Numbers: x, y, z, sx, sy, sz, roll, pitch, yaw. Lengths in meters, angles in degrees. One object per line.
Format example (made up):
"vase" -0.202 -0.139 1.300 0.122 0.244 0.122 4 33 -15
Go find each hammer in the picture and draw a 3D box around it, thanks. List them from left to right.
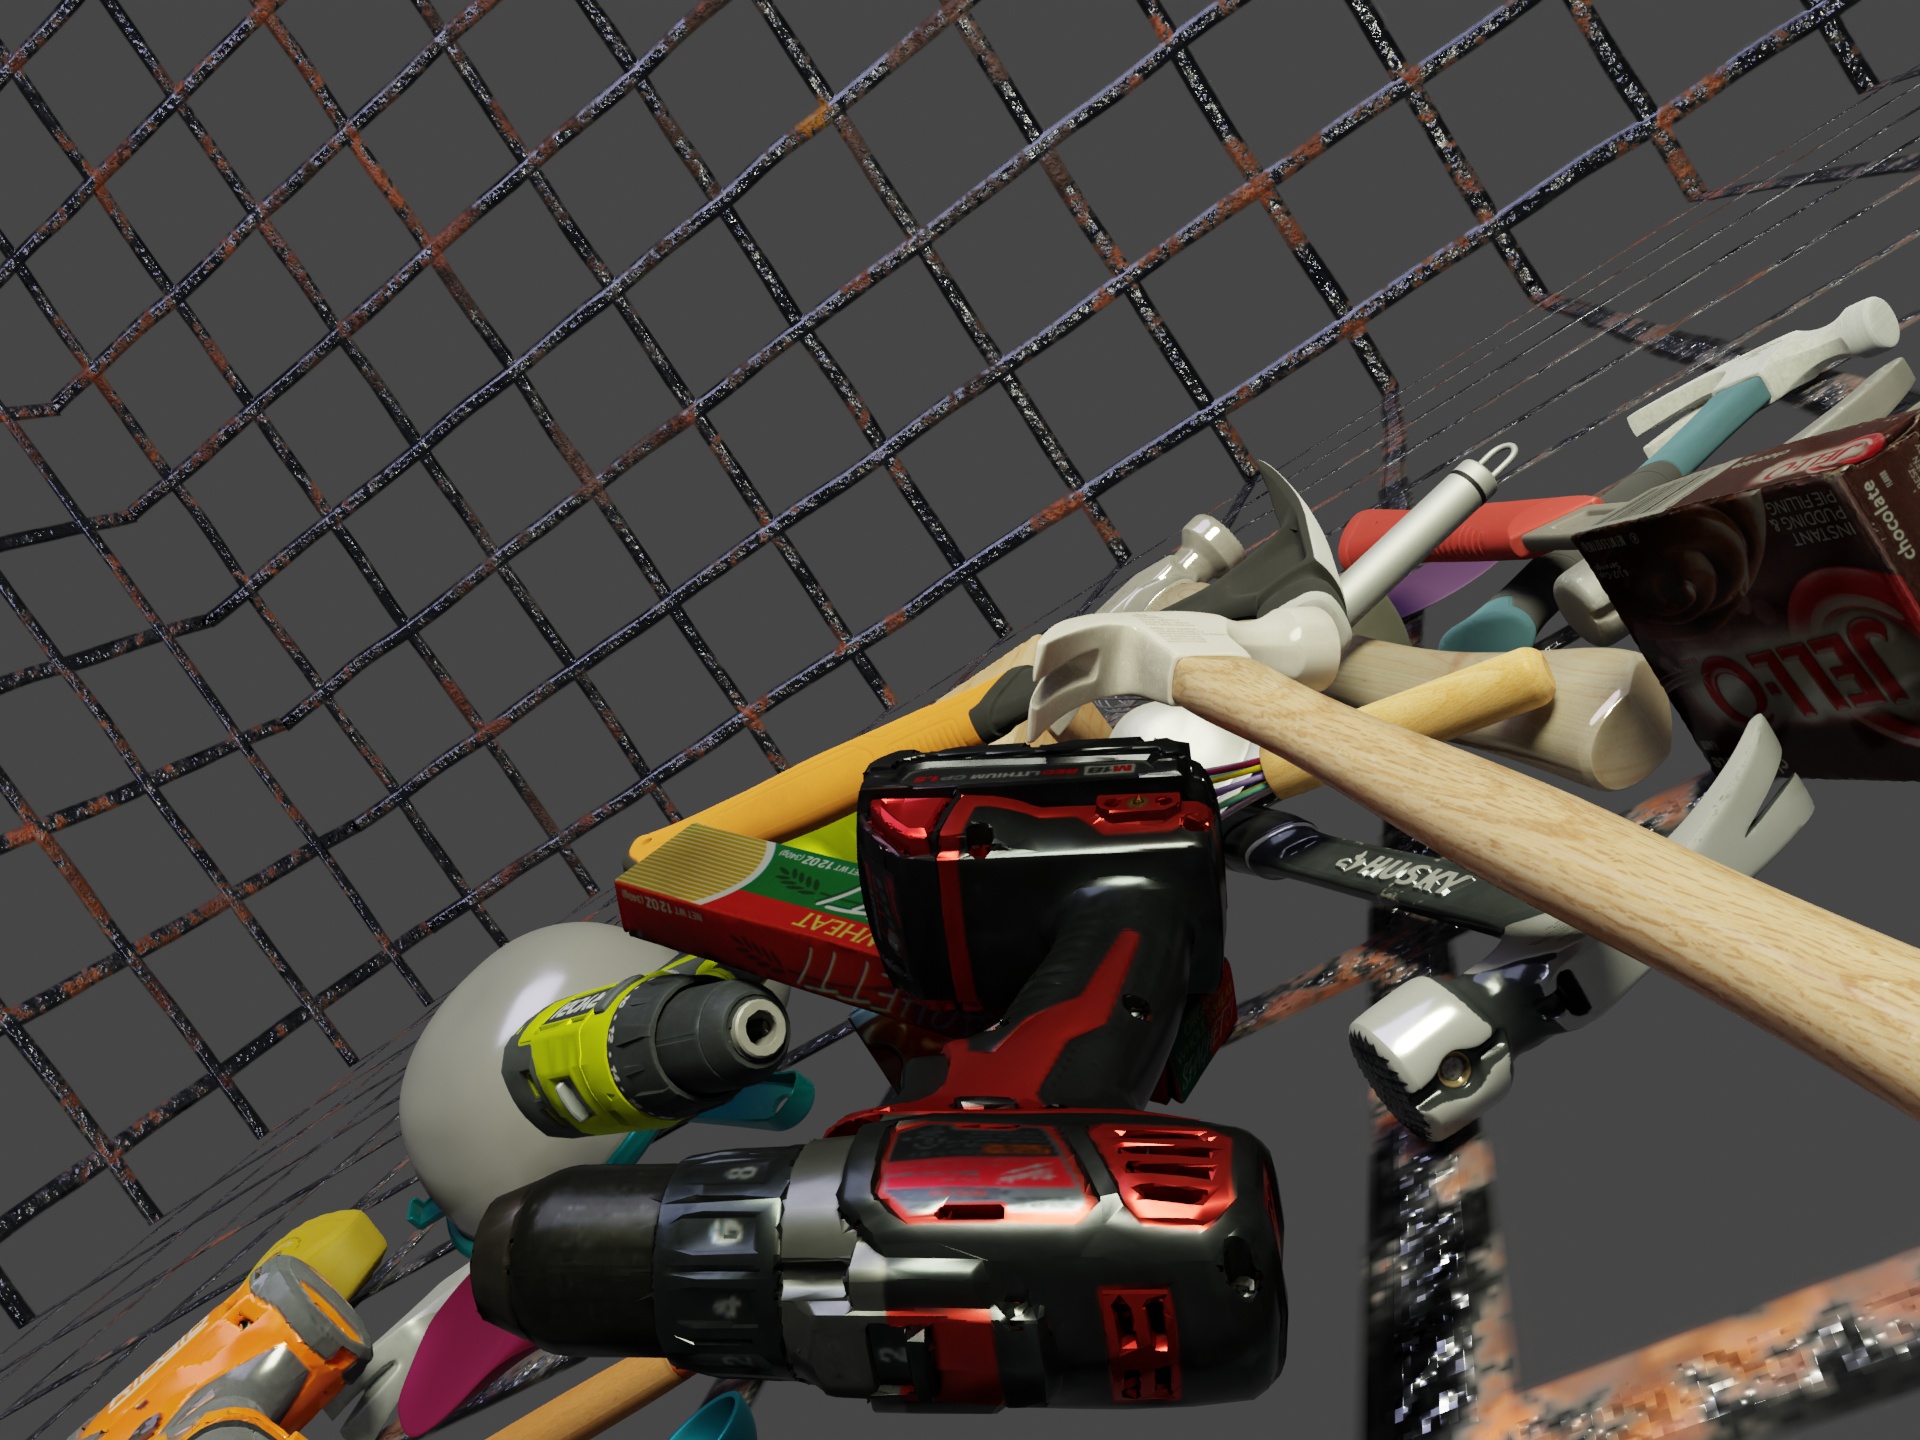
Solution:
"hammer" -0.122 0.214 0.644 0.405 0.035 0.144 -30 7 38
"hammer" -0.001 -0.002 0.676 0.337 0.034 0.127 -25 27 18
"hammer" 0.150 -0.020 0.707 0.146 0.038 0.411 -45 19 -5
"hammer" 0.131 0.046 0.587 0.149 0.036 0.409 -33 7 -8
"hammer" 0.119 0.018 0.405 0.130 0.031 0.331 -3 17 -21
"hammer" 0.266 -0.093 0.734 0.149 0.036 0.359 -33 8 -2
"hammer" 0.347 -0.117 0.806 0.331 0.033 0.128 -37 7 -30

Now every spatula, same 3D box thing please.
"spatula" -0.103 0.227 0.525 0.322 0.041 0.081 -36 3 22
"spatula" 0.202 -0.030 0.972 0.316 0.018 0.060 -33 18 7

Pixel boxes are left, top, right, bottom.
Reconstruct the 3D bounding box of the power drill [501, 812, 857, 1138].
"power drill" -0.083 0.100 0.725 0.228 0.080 0.190 -40 11 -39

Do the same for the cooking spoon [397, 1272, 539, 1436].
"cooking spoon" -0.121 0.198 0.541 0.319 0.017 0.069 -32 32 42

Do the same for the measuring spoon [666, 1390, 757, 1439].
"measuring spoon" -0.101 0.238 0.467 0.128 0.021 0.042 -41 3 25

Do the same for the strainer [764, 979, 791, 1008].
"strainer" -0.109 0.138 0.957 0.256 0.069 0.152 -35 29 17

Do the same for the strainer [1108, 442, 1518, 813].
"strainer" 0.133 -0.029 0.649 0.258 0.050 0.087 -43 22 -5

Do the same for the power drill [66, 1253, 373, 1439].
"power drill" -0.292 0.296 0.574 0.164 0.084 0.226 -43 13 -17

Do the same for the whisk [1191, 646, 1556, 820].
"whisk" 0.096 0.027 0.584 0.245 0.047 0.051 -23 21 26

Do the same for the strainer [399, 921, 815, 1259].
"strainer" -0.206 0.180 0.852 0.340 0.095 0.211 -13 42 49

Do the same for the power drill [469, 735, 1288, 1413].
"power drill" -0.010 0.090 0.436 0.188 0.080 0.227 -4 24 11

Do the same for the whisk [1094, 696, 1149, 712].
"whisk" 0.128 -0.020 0.956 0.070 0.070 0.285 -35 19 -9
